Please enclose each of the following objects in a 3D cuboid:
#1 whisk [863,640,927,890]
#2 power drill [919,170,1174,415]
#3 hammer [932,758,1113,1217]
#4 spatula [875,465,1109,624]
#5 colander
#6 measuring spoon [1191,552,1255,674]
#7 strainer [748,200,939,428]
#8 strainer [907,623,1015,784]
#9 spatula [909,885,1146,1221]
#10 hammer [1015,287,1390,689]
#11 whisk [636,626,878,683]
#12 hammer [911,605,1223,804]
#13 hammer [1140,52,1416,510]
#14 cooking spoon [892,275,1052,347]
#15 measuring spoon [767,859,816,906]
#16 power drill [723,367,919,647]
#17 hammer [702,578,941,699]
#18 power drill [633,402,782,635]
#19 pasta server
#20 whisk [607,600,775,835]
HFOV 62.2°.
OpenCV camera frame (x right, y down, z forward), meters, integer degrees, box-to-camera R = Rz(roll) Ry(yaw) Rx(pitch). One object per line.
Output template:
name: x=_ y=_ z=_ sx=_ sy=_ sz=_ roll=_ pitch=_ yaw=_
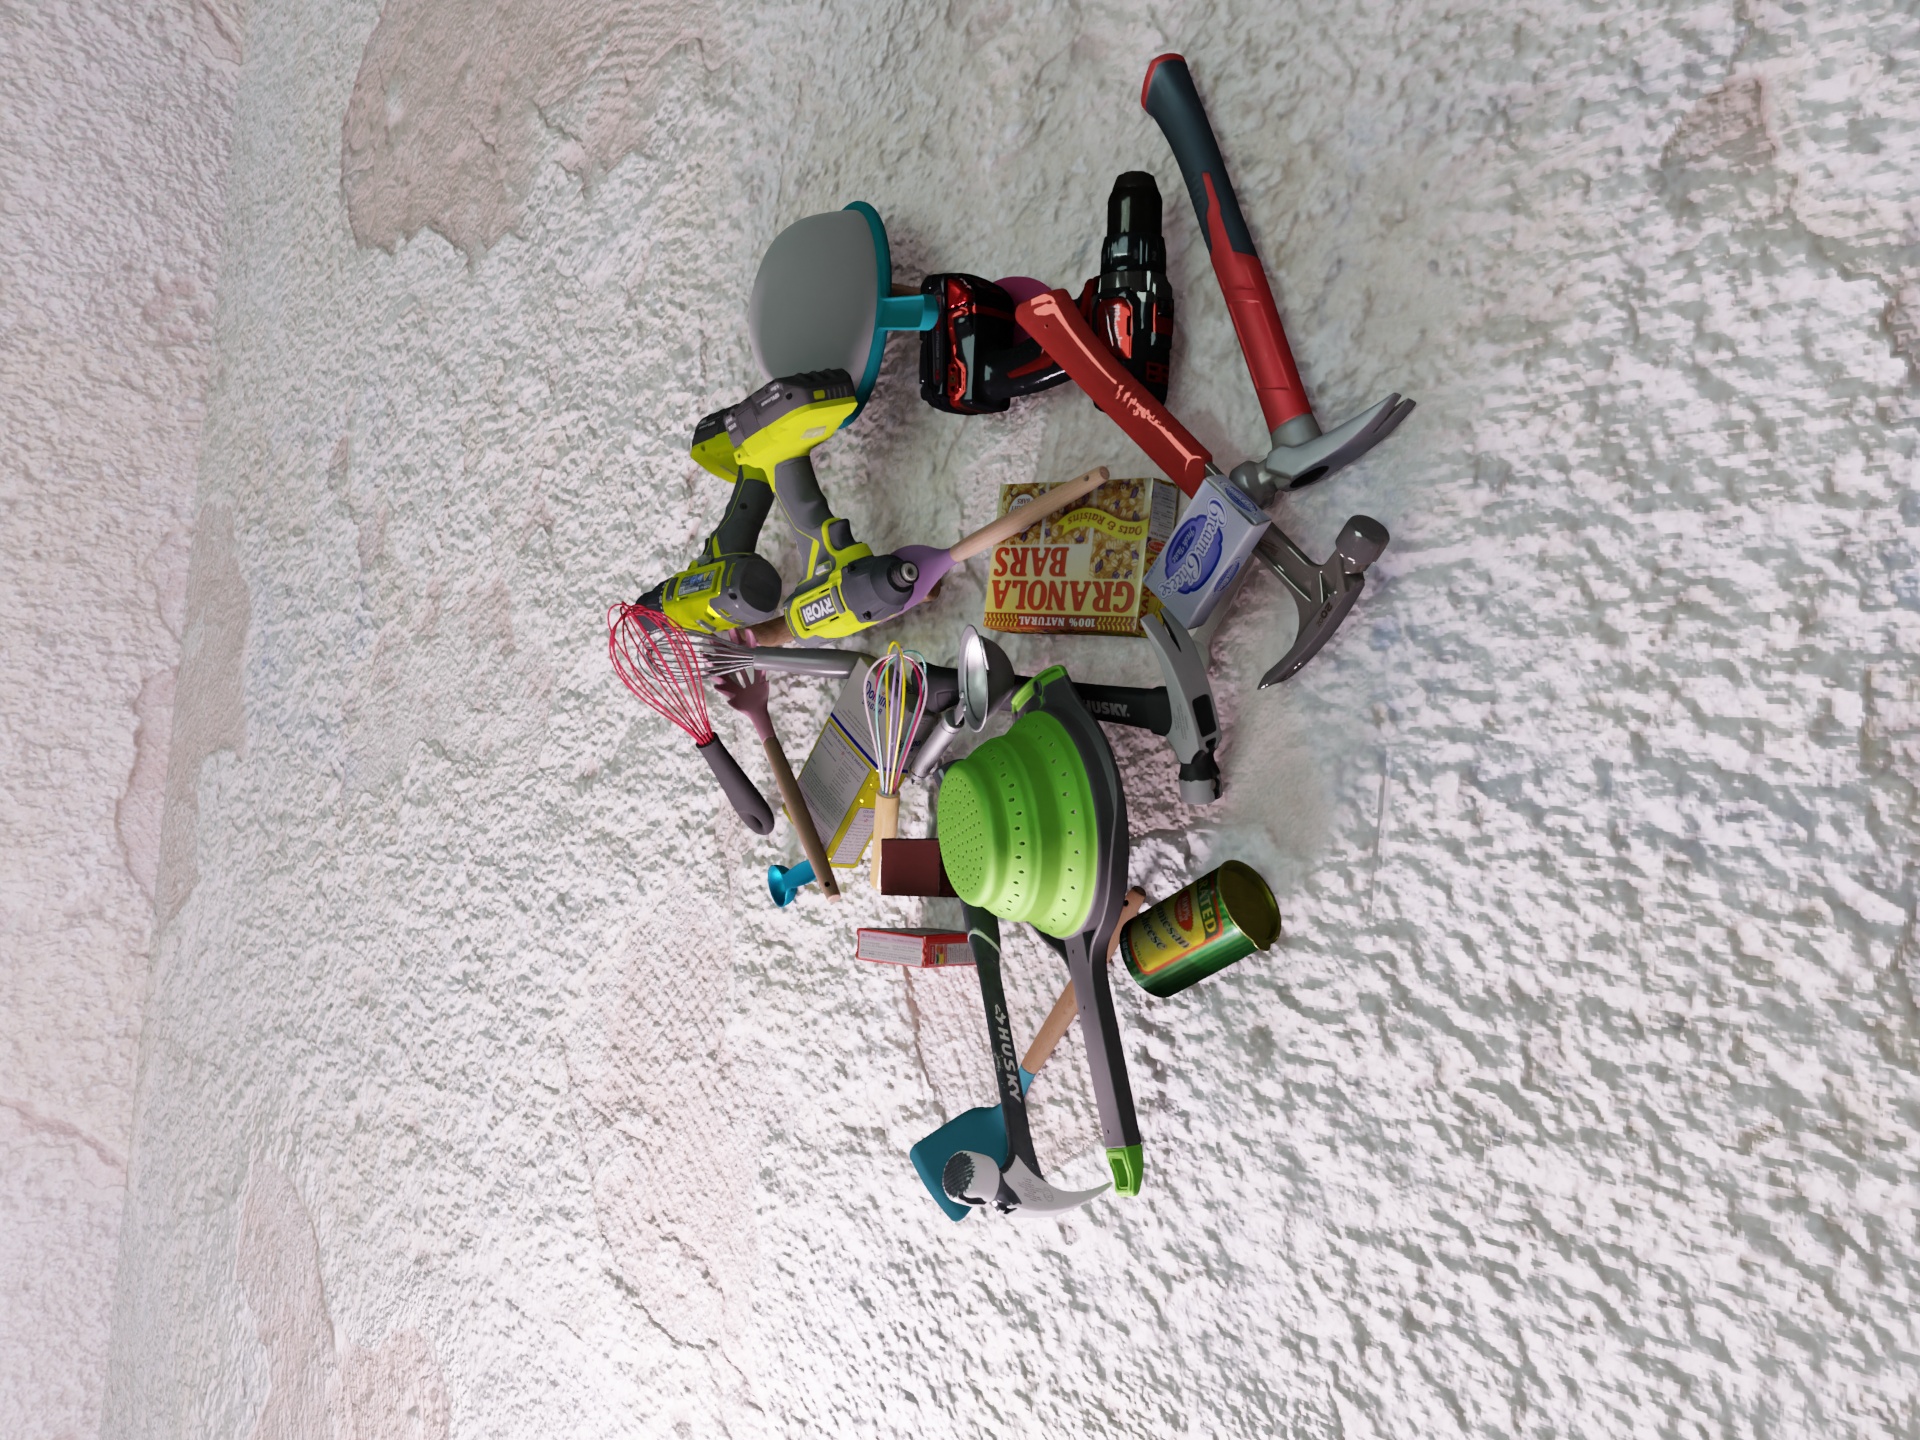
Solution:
whisk: x=-0.061 y=0.042 z=1.394 sx=0.047 sy=0.051 sz=0.244 roll=27 pitch=125 yaw=35
power drill: x=0.075 y=-0.341 z=1.308 sx=0.227 sy=0.080 sz=0.188 roll=4 pitch=96 yaw=40
hammer: x=0.027 y=0.195 z=1.253 sx=0.036 sy=0.149 sz=0.409 roll=-39 pitch=43 yaw=31
spatula: x=0.012 y=-0.152 z=1.345 sx=0.316 sy=0.018 sz=0.060 roll=-22 pitch=69 yaw=47
colander: x=0.057 y=0.160 z=1.192 sx=0.204 sy=0.094 sz=0.397 roll=140 pitch=122 yaw=-65
measuring spoon: x=0.199 y=-0.084 z=1.210 sx=0.034 sy=0.018 sz=0.124 roll=34 pitch=102 yaw=42
strainer: x=-0.120 y=-0.369 z=1.430 sx=0.341 sy=0.095 sz=0.211 roll=-150 pitch=65 yaw=-64
strainer: x=-0.002 y=-0.004 z=1.333 sx=0.258 sy=0.050 sz=0.087 roll=126 pitch=139 yaw=-57
spatula: x=0.061 y=0.261 z=1.280 sx=0.082 sy=0.044 sz=0.317 roll=47 pitch=116 yaw=43
hammer: x=0.156 y=-0.193 z=1.185 sx=0.359 sy=0.036 sz=0.149 roll=50 pitch=133 yaw=25
whisk: x=-0.191 y=-0.056 z=1.501 sx=0.239 sy=0.055 sz=0.055 roll=4 pitch=87 yaw=11
hammer: x=0.072 y=-0.024 z=1.289 sx=0.335 sy=0.035 sz=0.146 roll=8 pitch=115 yaw=50
hammer: x=0.220 y=-0.358 z=1.204 sx=0.143 sy=0.038 sz=0.387 roll=-30 pitch=64 yaw=38
cooking spoon: x=-0.019 y=-0.385 z=1.462 sx=0.319 sy=0.017 sz=0.068 roll=25 pitch=109 yaw=44
measuring spoon: x=-0.149 y=0.147 z=1.502 sx=0.128 sy=0.021 sz=0.042 roll=-29 pitch=74 yaw=58
power drill: x=-0.118 y=-0.189 z=1.409 sx=0.171 sy=0.080 sz=0.223 roll=-18 pitch=91 yaw=52
hammer: x=-0.142 y=-0.095 z=1.539 sx=0.331 sy=0.031 sz=0.130 roll=-13 pitch=75 yaw=43
power drill: x=-0.237 y=-0.190 z=1.569 sx=0.190 sy=0.080 sz=0.229 roll=-7 pitch=63 yaw=44
pasta server: x=-0.172 y=0.037 z=1.487 sx=0.060 sy=0.040 sz=0.317 roll=-27 pitch=56 yaw=1
whisk: x=-0.247 y=0.004 z=1.493 sx=0.073 sy=0.295 sz=0.073 roll=-18 pitch=36 yaw=14
